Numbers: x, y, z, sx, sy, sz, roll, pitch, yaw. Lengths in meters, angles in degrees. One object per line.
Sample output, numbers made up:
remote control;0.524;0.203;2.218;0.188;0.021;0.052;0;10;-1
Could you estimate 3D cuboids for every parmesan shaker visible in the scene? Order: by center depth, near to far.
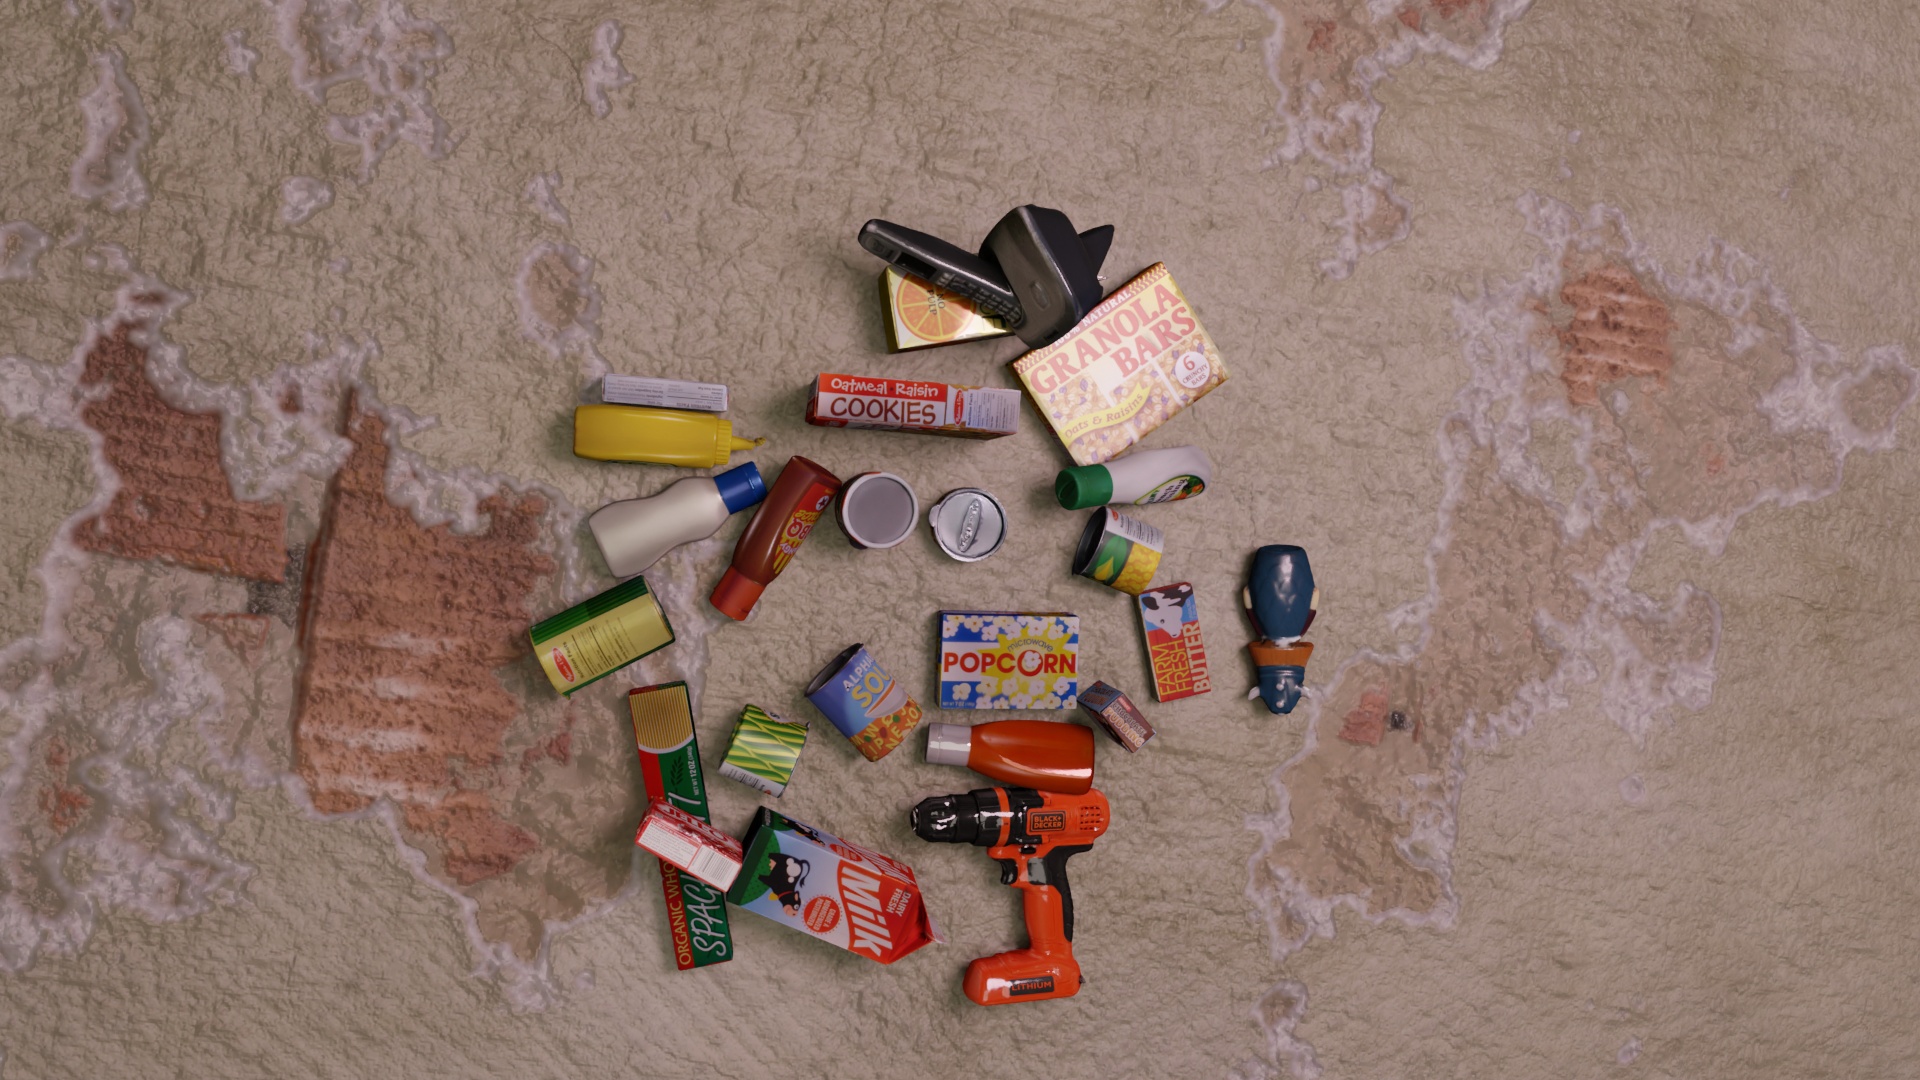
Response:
parmesan shaker;-0.300;0.082;1.174;0.103;0.071;0.071;-26;96;-8

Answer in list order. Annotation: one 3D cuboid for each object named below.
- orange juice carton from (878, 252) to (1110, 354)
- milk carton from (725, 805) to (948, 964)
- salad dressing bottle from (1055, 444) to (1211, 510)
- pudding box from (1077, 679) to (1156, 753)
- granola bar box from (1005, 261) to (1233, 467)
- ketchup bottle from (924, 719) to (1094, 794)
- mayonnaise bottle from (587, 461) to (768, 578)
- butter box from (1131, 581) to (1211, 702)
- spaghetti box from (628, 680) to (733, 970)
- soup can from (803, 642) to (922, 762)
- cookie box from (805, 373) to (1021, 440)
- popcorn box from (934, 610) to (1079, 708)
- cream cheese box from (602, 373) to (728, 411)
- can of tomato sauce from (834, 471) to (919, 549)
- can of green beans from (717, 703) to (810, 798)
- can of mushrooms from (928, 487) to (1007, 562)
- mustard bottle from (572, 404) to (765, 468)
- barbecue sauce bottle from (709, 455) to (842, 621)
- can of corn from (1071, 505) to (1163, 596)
orange juice carton;0.030;-0.214;1.213;0.193;0.072;0.073;-10;95;-8
milk carton;-0.102;0.307;1.210;0.190;0.072;0.073;25;89;-10
salad dressing bottle;0.153;-0.054;1.226;0.148;0.064;0.044;-9;69;-31
pudding box;0.138;0.157;1.238;0.030;0.083;0.049;-40;98;-6
granola bar box;0.142;-0.153;1.250;0.166;0.039;0.124;-35;98;-6
ketchup bottle;0.044;0.188;1.238;0.149;0.065;0.043;7;135;-4
mayonnaise bottle;-0.239;-0.023;1.192;0.148;0.041;0.064;-24;96;-9
butter box;0.194;0.093;1.275;0.053;0.024;0.103;-12;94;-8
spaghetti box;-0.242;0.248;1.207;0.050;0.028;0.249;-10;93;-8
soup can;-0.082;0.140;1.209;0.071;0.071;0.083;-44;99;-5
cookie box;-0.044;-0.111;1.179;0.168;0.123;0.040;4;91;-9
popcorn box;0.041;0.107;1.243;0.127;0.038;0.085;2;91;-9
cream cheese box;-0.250;-0.125;1.180;0.104;0.053;0.024;4;94;-9
can of tomato sauce;-0.074;-0.025;1.197;0.071;0.083;0.071;0;92;-9
can of green beans;-0.170;0.181;1.198;0.058;0.071;0.071;25;88;-9
can of mushrooms;0.004;-0.015;1.236;0.071;0.033;0.071;-1;93;-9
mustard bottle;-0.246;-0.087;1.178;0.160;0.065;0.048;4;95;-13
barbecue sauce bottle;-0.162;-0.001;1.197;0.044;0.065;0.148;36;95;19
can of corn;0.141;0.012;1.244;0.058;0.071;0.071;22;89;-10
